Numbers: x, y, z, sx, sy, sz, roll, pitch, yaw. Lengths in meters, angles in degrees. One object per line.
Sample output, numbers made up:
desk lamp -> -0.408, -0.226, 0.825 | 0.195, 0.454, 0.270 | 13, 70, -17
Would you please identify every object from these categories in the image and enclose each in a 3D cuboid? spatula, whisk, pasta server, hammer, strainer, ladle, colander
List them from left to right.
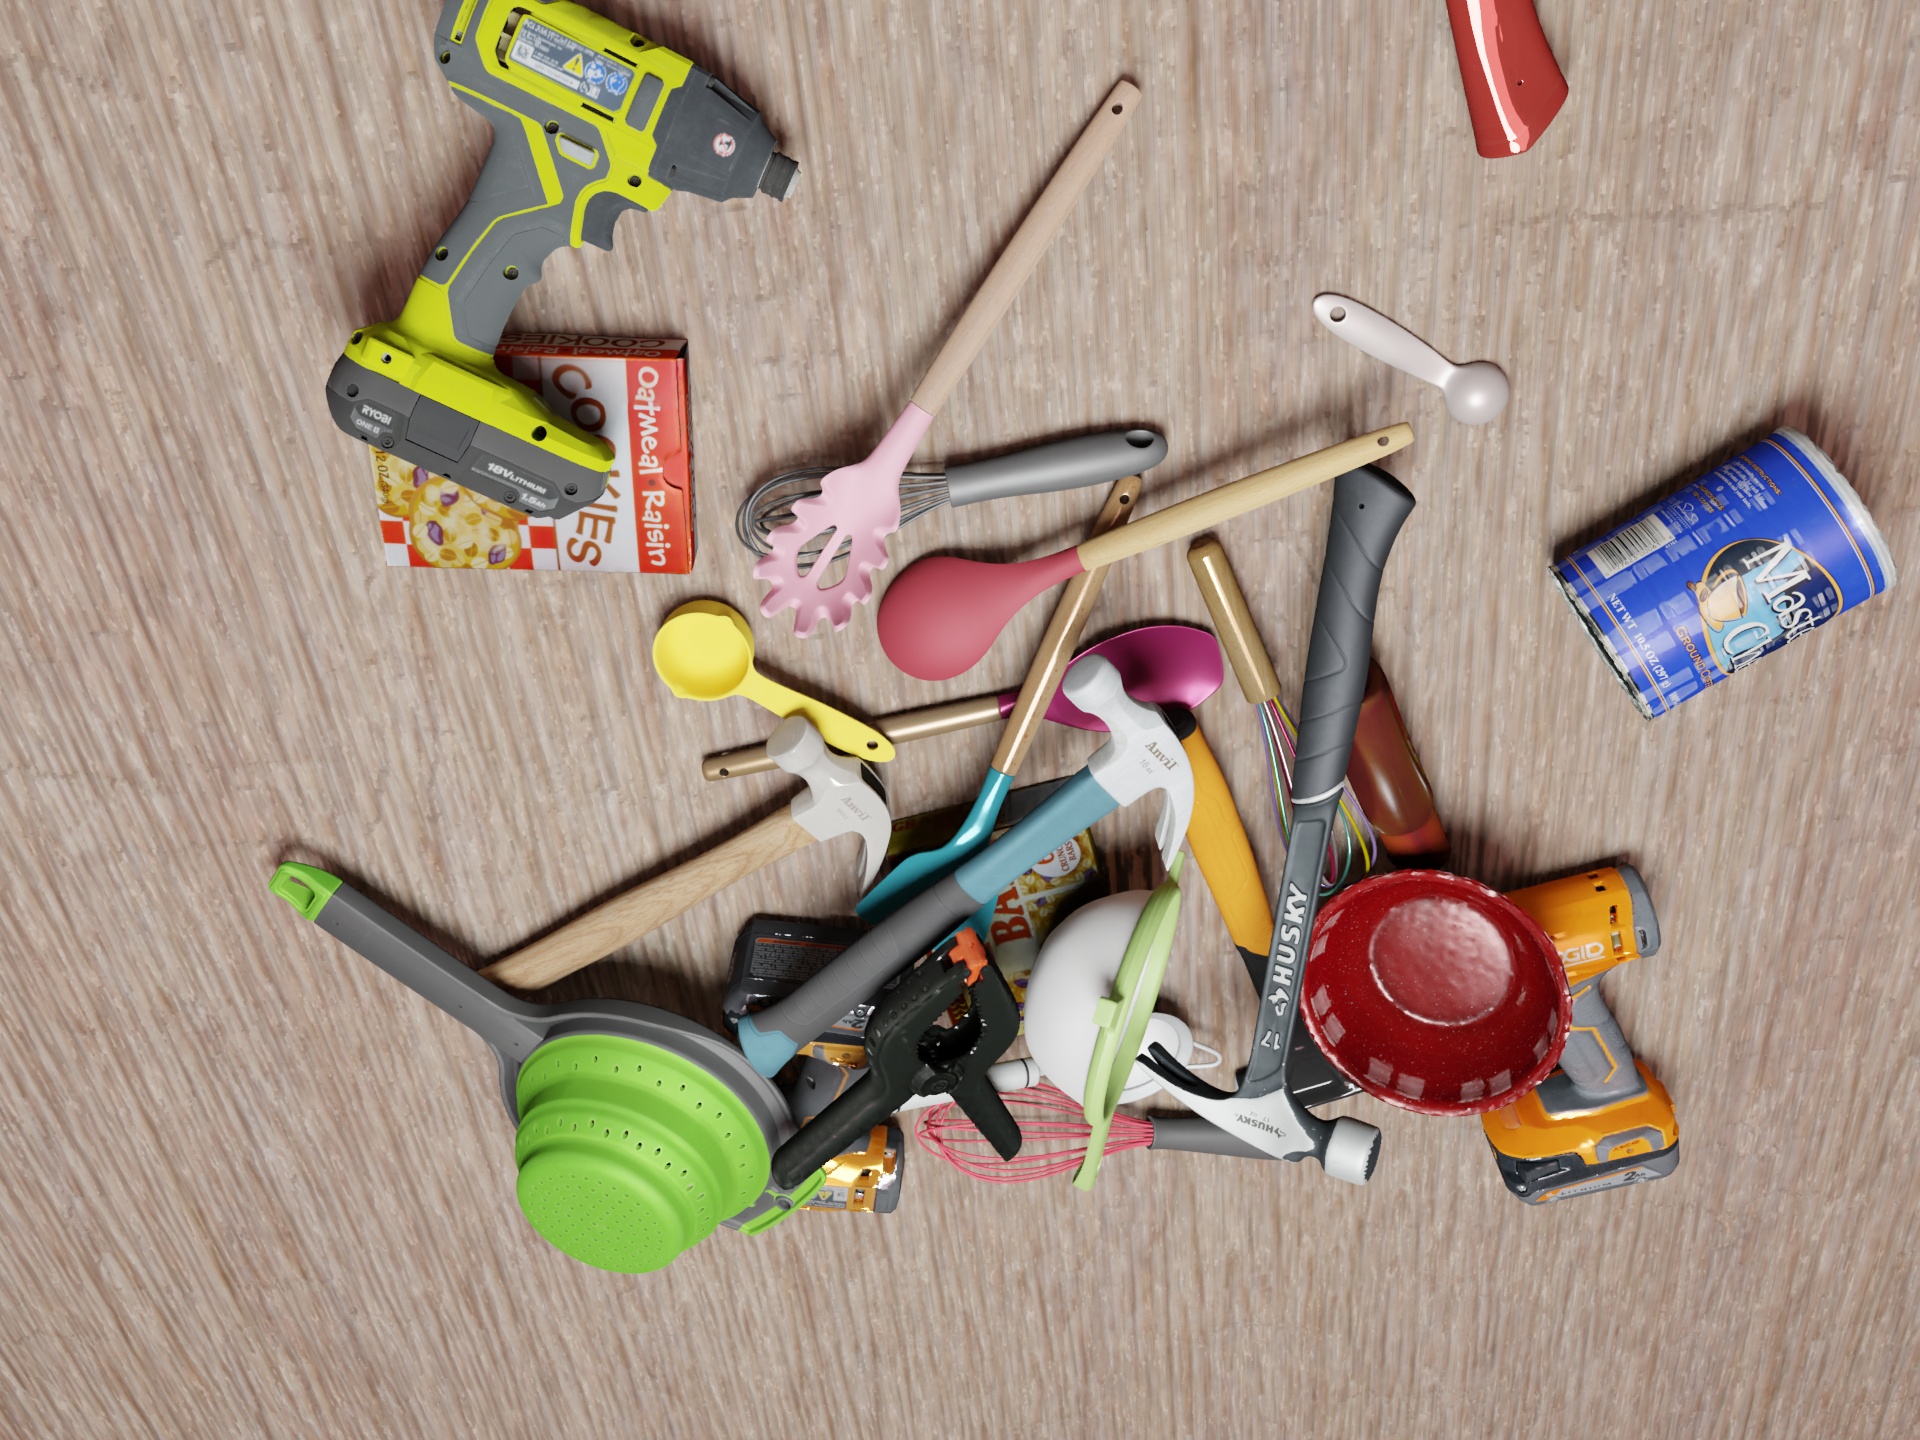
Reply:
colander -> -0.275, 0.231, 0.990 | 0.397, 0.095, 0.204 | 37, 127, -11
hammer -> -0.185, 0.113, 0.997 | 0.331, 0.031, 0.129 | -29, 130, 20
hammer -> -0.006, 0.103, 0.916 | 0.331, 0.033, 0.128 | -39, 118, 17
whisk -> -0.005, -0.125, 0.863 | 0.239, 0.055, 0.055 | -11, 121, 1
pasta server -> -0.004, -0.180, 0.800 | 0.060, 0.040, 0.316 | 33, 103, -8
spatula -> 0.033, 0.002, 0.925 | 0.082, 0.044, 0.317 | 22, 104, -6
strainer -> 0.051, 0.226, 1.041 | 0.258, 0.050, 0.086 | -5, 126, -24
strainer -> 0.073, 0.200, 0.982 | 0.069, 0.151, 0.256 | 18, 130, 14
whisk -> 0.113, 0.287, 1.108 | 0.295, 0.073, 0.073 | 5, 121, -12
ladle -> 0.090, -0.096, 0.861 | 0.315, 0.031, 0.069 | -20, 88, 18
hammer -> 0.193, 0.126, 1.016 | 0.127, 0.034, 0.336 | -20, 121, 12
whisk -> 0.183, 0.004, 0.936 | 0.051, 0.047, 0.244 | -32, 111, -13
hammer -> 0.194, 0.058, 0.897 | 0.149, 0.036, 0.408 | 15, 108, 27
hammer -> 0.201, -0.423, 0.693 | 0.149, 0.037, 0.358 | -17, 119, 9

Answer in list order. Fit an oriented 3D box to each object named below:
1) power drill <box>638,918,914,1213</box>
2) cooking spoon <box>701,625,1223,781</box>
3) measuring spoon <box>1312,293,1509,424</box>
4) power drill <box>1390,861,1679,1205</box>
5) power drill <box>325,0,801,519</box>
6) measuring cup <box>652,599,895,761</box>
power drill -> -0.123, 0.241, 1.063 | 0.185, 0.084, 0.226 | 6, 125, -3
cooking spoon -> -0.002, -0.003, 0.951 | 0.319, 0.017, 0.068 | -12, 123, 6
measuring spoon -> 0.239, -0.192, 0.842 | 0.124, 0.018, 0.034 | 25, 118, -14
power drill -> 0.382, 0.209, 1.052 | 0.164, 0.084, 0.226 | -16, 116, 9
power drill -> -0.191, -0.217, 0.759 | 0.171, 0.080, 0.223 | 24, 99, -12
measuring cup -> -0.106, -0.020, 0.932 | 0.156, 0.029, 0.062 | 29, 117, -17
